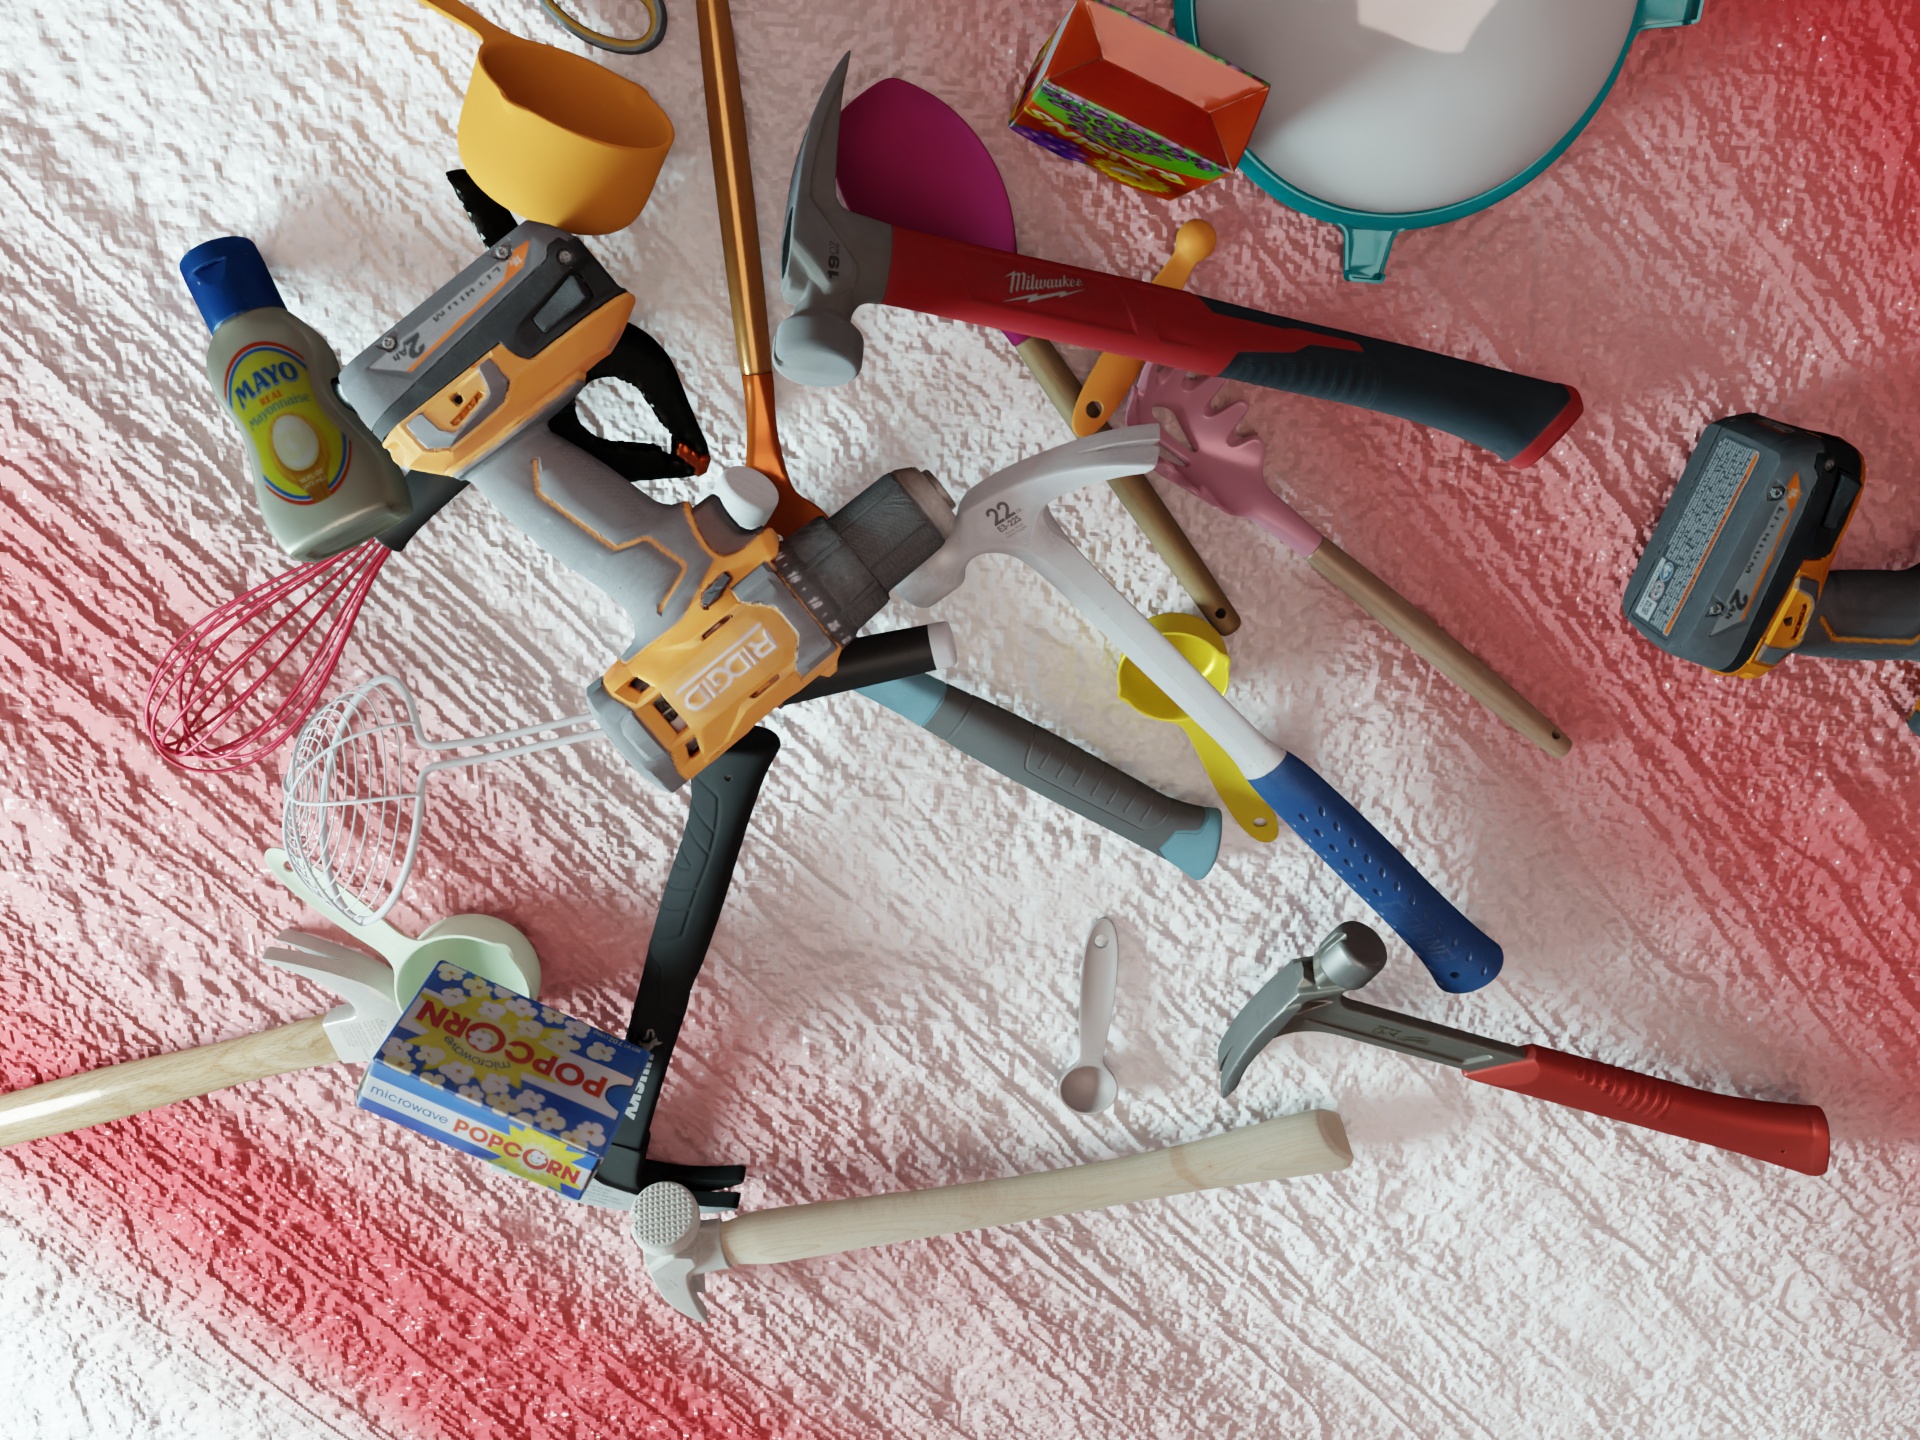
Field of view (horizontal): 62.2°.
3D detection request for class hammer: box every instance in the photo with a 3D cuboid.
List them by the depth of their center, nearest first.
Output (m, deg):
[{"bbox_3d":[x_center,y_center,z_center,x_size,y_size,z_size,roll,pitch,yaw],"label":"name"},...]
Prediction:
[{"bbox_3d":[0.111,-0.190,0.726,0.386,0.038,0.143,8,76,-16],"label":"hammer"},{"bbox_3d":[0.152,0.014,0.803,0.144,0.035,0.405,-31,119,33],"label":"hammer"},{"bbox_3d":[-0.001,-0.003,0.821,0.331,0.033,0.128,28,126,-15],"label":"hammer"},{"bbox_3d":[-0.156,0.145,0.876,0.146,0.035,0.334,17,117,-7],"label":"hammer"},{"bbox_3d":[0.333,0.207,0.906,0.359,0.037,0.149,17,135,-12],"label":"hammer"},{"bbox_3d":[-0.466,0.207,0.919,0.331,0.031,0.130,-14,112,6],"label":"hammer"},{"bbox_3d":[0.024,0.285,0.935,0.410,0.038,0.146,-8,143,-3],"label":"hammer"}]

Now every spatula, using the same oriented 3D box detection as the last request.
[{"bbox_3d":[-0.100,-0.192,0.763,0.081,0.041,0.322,-4,108,3],"label":"spatula"}]

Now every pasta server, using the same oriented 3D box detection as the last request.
[{"bbox_3d":[0.202,-0.073,0.803,0.316,0.040,0.060,36,73,-15],"label":"pasta server"}]

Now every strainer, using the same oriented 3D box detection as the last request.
[{"bbox_3d":[0.159,-0.357,0.655,0.211,0.095,0.340,-39,109,14],"label":"strainer"}]

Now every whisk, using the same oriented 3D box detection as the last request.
[{"bbox_3d":[-0.301,-0.079,0.791,0.296,0.073,0.073,-43,106,9],"label":"whisk"}]

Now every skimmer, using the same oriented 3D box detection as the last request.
[{"bbox_3d":[-0.175,0.011,0.795,0.363,0.090,0.127,-13,70,5],"label":"skimmer"}]

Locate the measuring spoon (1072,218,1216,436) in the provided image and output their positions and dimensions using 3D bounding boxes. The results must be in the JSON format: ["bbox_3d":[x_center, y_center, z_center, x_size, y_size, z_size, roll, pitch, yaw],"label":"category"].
[{"bbox_3d":[0.087,-0.186,0.759,0.021,0.011,0.117,29,99,-16],"label":"measuring spoon"}]

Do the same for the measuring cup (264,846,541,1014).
[{"bbox_3d":[-0.307,0.116,0.880,0.167,0.038,0.083,40,107,-13],"label":"measuring cup"}]

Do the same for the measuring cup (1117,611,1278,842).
[{"bbox_3d":[0.134,0.005,0.845,0.062,0.029,0.156,-20,125,23],"label":"measuring cup"}]

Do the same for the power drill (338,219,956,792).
[{"bbox_3d":[-0.128,-0.107,0.696,0.185,0.084,0.226,-39,102,0],"label":"power drill"}]

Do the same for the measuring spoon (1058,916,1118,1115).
[{"bbox_3d":[0.077,0.169,0.917,0.034,0.018,0.124,4,105,-2],"label":"measuring spoon"}]

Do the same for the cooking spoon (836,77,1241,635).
[{"bbox_3d":[0.047,-0.166,0.774,0.069,0.017,0.318,-37,108,3],"label":"cooking spoon"}]

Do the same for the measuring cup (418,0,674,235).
[{"bbox_3d":[-0.210,-0.278,0.706,0.173,0.095,0.052,36,124,8],"label":"measuring cup"}]

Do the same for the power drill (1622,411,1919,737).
[{"bbox_3d":[0.466,-0.076,0.782,0.226,0.084,0.164,15,111,-11],"label":"power drill"}]
